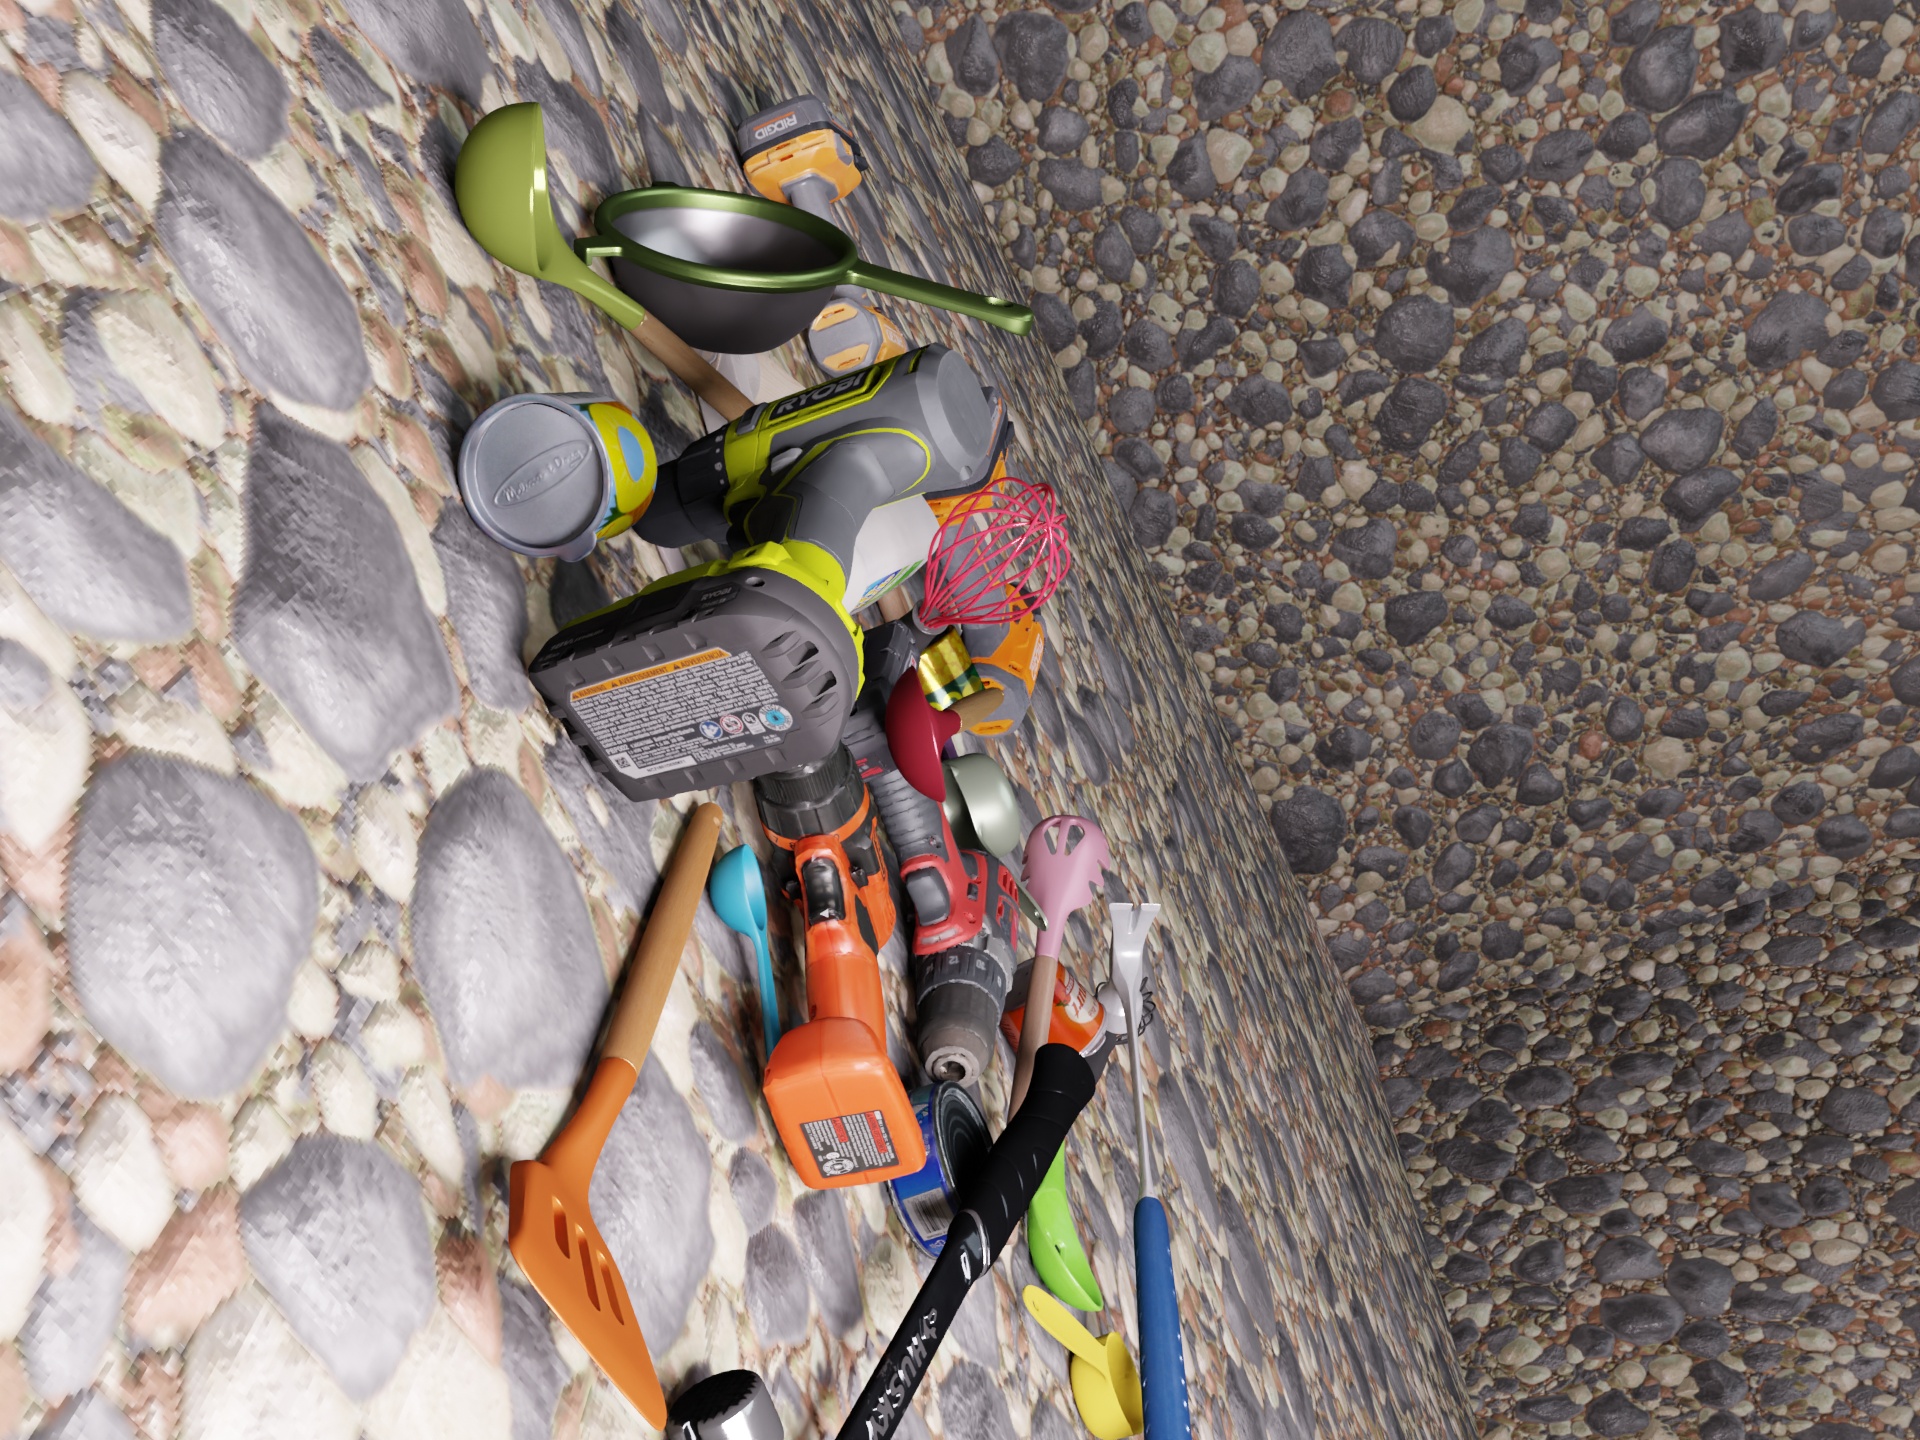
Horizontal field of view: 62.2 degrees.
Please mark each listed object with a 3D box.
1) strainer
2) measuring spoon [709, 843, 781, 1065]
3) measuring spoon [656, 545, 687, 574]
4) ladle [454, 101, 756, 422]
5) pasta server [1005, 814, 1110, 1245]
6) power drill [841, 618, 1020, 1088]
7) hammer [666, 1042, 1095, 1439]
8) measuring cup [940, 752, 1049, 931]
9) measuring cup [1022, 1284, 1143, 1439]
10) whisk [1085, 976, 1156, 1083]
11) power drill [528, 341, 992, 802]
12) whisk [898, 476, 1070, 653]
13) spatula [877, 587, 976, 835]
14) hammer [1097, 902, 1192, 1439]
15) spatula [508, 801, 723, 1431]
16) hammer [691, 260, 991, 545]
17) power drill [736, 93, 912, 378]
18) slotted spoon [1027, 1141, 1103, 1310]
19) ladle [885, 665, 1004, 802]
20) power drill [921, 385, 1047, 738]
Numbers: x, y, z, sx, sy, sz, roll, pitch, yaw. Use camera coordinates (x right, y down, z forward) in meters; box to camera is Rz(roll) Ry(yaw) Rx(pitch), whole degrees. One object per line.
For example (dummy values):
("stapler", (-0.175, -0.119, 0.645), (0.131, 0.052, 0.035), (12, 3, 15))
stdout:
("strainer", (-0.088, -0.241, 0.925), (0.152, 0.256, 0.069), (-74, 179, -57))
("measuring spoon", (-0.096, 0.120, 0.712), (0.042, 0.021, 0.129), (68, 12, -77))
("measuring spoon", (-0.134, -0.063, 0.831), (0.124, 0.018, 0.034), (65, 15, -6))
("ladle", (-0.148, -0.205, 0.851), (0.319, 0.062, 0.078), (38, 41, -53))
("pasta server", (0.051, 0.178, 0.995), (0.040, 0.060, 0.316), (80, 16, -47))
("power drill", (-0.030, 0.078, 0.895), (0.188, 0.080, 0.226), (-81, 149, -63))
("hammer", (0.001, 0.251, 0.715), (0.149, 0.036, 0.409), (68, 22, -6))
("measuring cup", (0.032, 0.081, 1.049), (0.168, 0.038, 0.083), (-130, -154, -49))
("measuring cup", (0.061, 0.359, 0.899), (0.156, 0.029, 0.062), (53, 20, -38))
("whisk", (0.110, 0.241, 1.214), (0.055, 0.055, 0.239), (68, 18, 0))
("power drill", (-0.097, -0.072, 0.706), (0.080, 0.190, 0.229), (59, 31, -31))
("whisk", (-0.011, -0.066, 0.928), (0.296, 0.073, 0.073), (-35, -106, 64))
("spatula", (-0.028, -0.025, 1.158), (0.059, 0.018, 0.316), (68, 1, -85))
("hammer", (0.115, 0.291, 0.990), (0.406, 0.035, 0.144), (-89, 180, -48))
("spatula", (-0.114, 0.113, 0.593), (0.081, 0.041, 0.323), (61, 15, -23))
("hammer", (-0.068, -0.177, 1.143), (0.410, 0.038, 0.146), (25, 46, -63))
("power drill", (-0.097, -0.381, 1.326), (0.185, 0.084, 0.226), (-17, 89, -76))
("slotted spoon", (0.060, 0.259, 1.043), (0.070, 0.031, 0.314), (54, 17, -24))
("ladle", (-0.001, -0.003, 0.896), (0.315, 0.031, 0.069), (-29, 107, -80))
("power drill", (0.012, -0.122, 1.163), (0.164, 0.084, 0.226), (-72, 152, -53))
